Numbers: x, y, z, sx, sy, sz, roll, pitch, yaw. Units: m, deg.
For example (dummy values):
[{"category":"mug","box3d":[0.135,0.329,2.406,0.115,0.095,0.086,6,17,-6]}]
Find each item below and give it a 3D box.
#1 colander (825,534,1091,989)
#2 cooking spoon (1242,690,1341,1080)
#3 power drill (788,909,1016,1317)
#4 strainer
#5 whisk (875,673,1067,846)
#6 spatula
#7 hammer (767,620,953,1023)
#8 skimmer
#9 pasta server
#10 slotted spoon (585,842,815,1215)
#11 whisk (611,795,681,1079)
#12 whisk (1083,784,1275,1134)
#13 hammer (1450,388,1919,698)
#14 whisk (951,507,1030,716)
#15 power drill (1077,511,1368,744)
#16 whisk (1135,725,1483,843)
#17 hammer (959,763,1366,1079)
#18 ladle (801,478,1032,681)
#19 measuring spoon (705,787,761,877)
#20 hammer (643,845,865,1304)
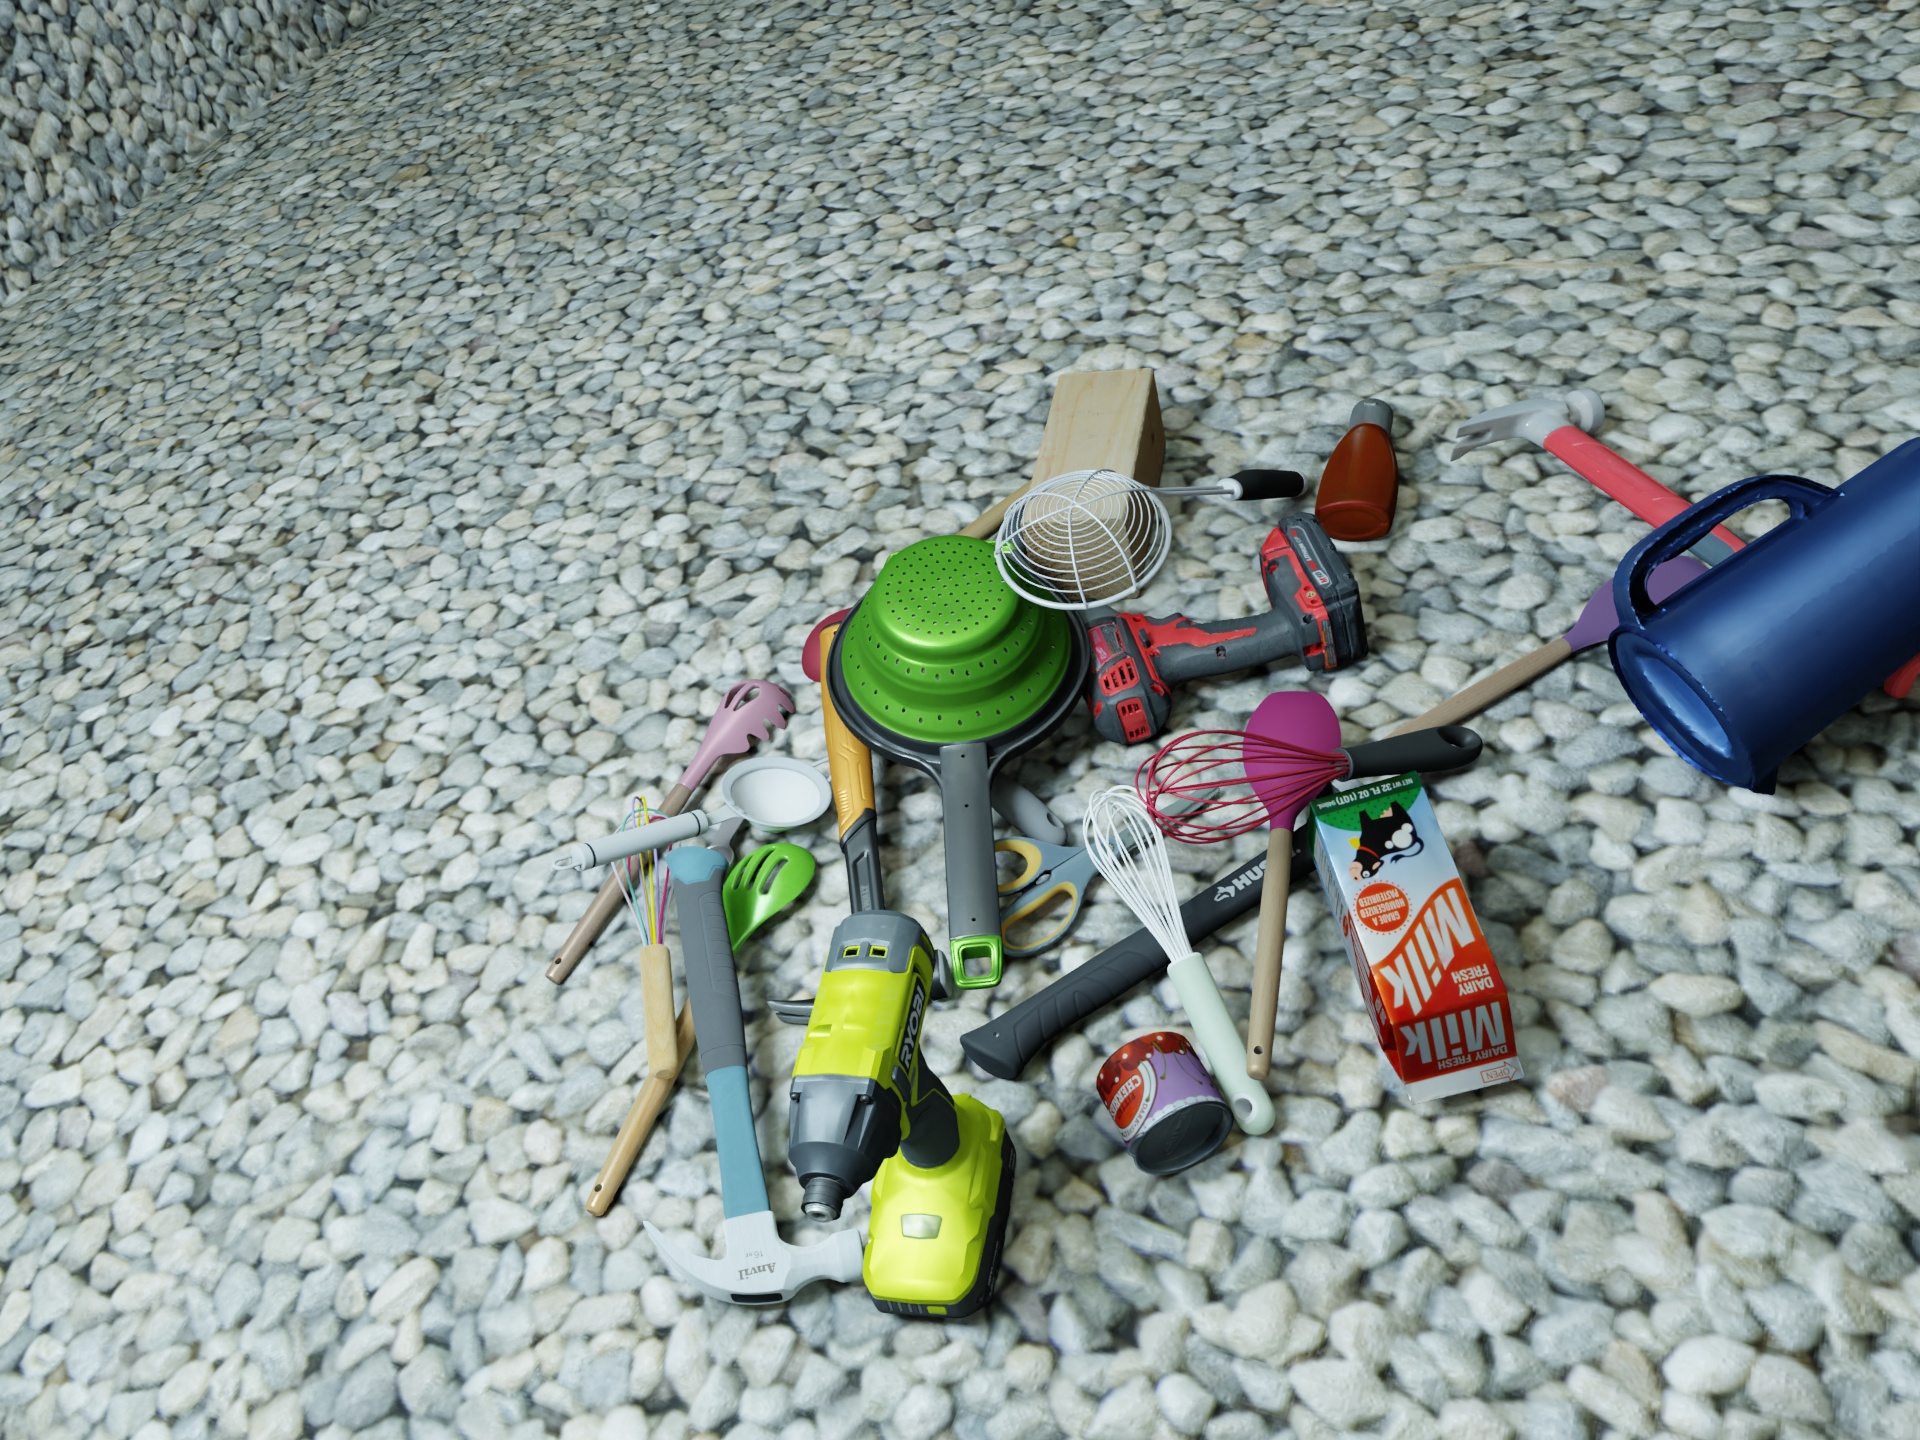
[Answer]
[{"category":"colander","box3d":[-0.002,-0.004,1.141,0.204,0.094,0.398,-6,55,3]},{"category":"cooking spoon","box3d":[0.211,0.096,1.056,0.069,0.017,0.319,1,48,17]},{"category":"power drill","box3d":[-0.036,0.240,0.902,0.080,0.223,0.171,-3,46,17]},{"category":"strainer","box3d":[-0.193,0.076,1.194,0.258,0.050,0.087,-16,42,-42]},{"category":"whisk","box3d":[0.001,0.030,1.229,0.055,0.055,0.239,-37,52,-18]},{"category":"spatula","box3d":[0.423,-0.044,1.170,0.316,0.018,0.060,-29,47,-11]},{"category":"hammer","box3d":[-0.086,0.064,1.189,0.127,0.034,0.337,-13,54,7]},{"category":"skimmer","box3d":[0.170,-0.152,1.246,0.127,0.090,0.363,32,27,30]},{"category":"pasta server","box3d":[-0.232,0.080,1.272,0.060,0.040,0.316,13,57,29]},{"category":"slotted spoon","box3d":[-0.186,0.206,1.131,0.070,0.031,0.314,3,49,28]},{"category":"whisk","box3d":[-0.223,0.153,1.157,0.047,0.051,0.245,-42,42,27]},{"category":"whisk","box3d":[0.140,0.148,1.017,0.058,0.059,0.247,-39,61,30]},{"category":"hammer","box3d":[0.539,-0.137,1.190,0.143,0.038,0.387,-17,44,-19]},{"category":"whisk","box3d":[0.035,-0.092,1.331,0.070,0.070,0.285,-5,41,14]},{"category":"power drill","box3d":[0.192,-0.074,1.242,0.219,0.078,0.143,-20,43,3]},{"category":"whisk","box3d":[0.240,0.033,1.064,0.295,0.073,0.073,-8,37,-29]},{"category":"hammer","box3d":[0.147,0.137,1.077,0.335,0.035,0.146,-30,46,-11]},{"category":"ladle","box3d":[-0.021,-0.139,1.414,0.315,0.031,0.069,-40,47,-22]},{"category":"measuring spoon","box3d":[-0.177,0.084,1.259,0.034,0.018,0.124,-2,40,21]},{"category":"hammer","box3d":[-0.155,0.221,1.052,0.128,0.033,0.331,-11,52,-8]}]
